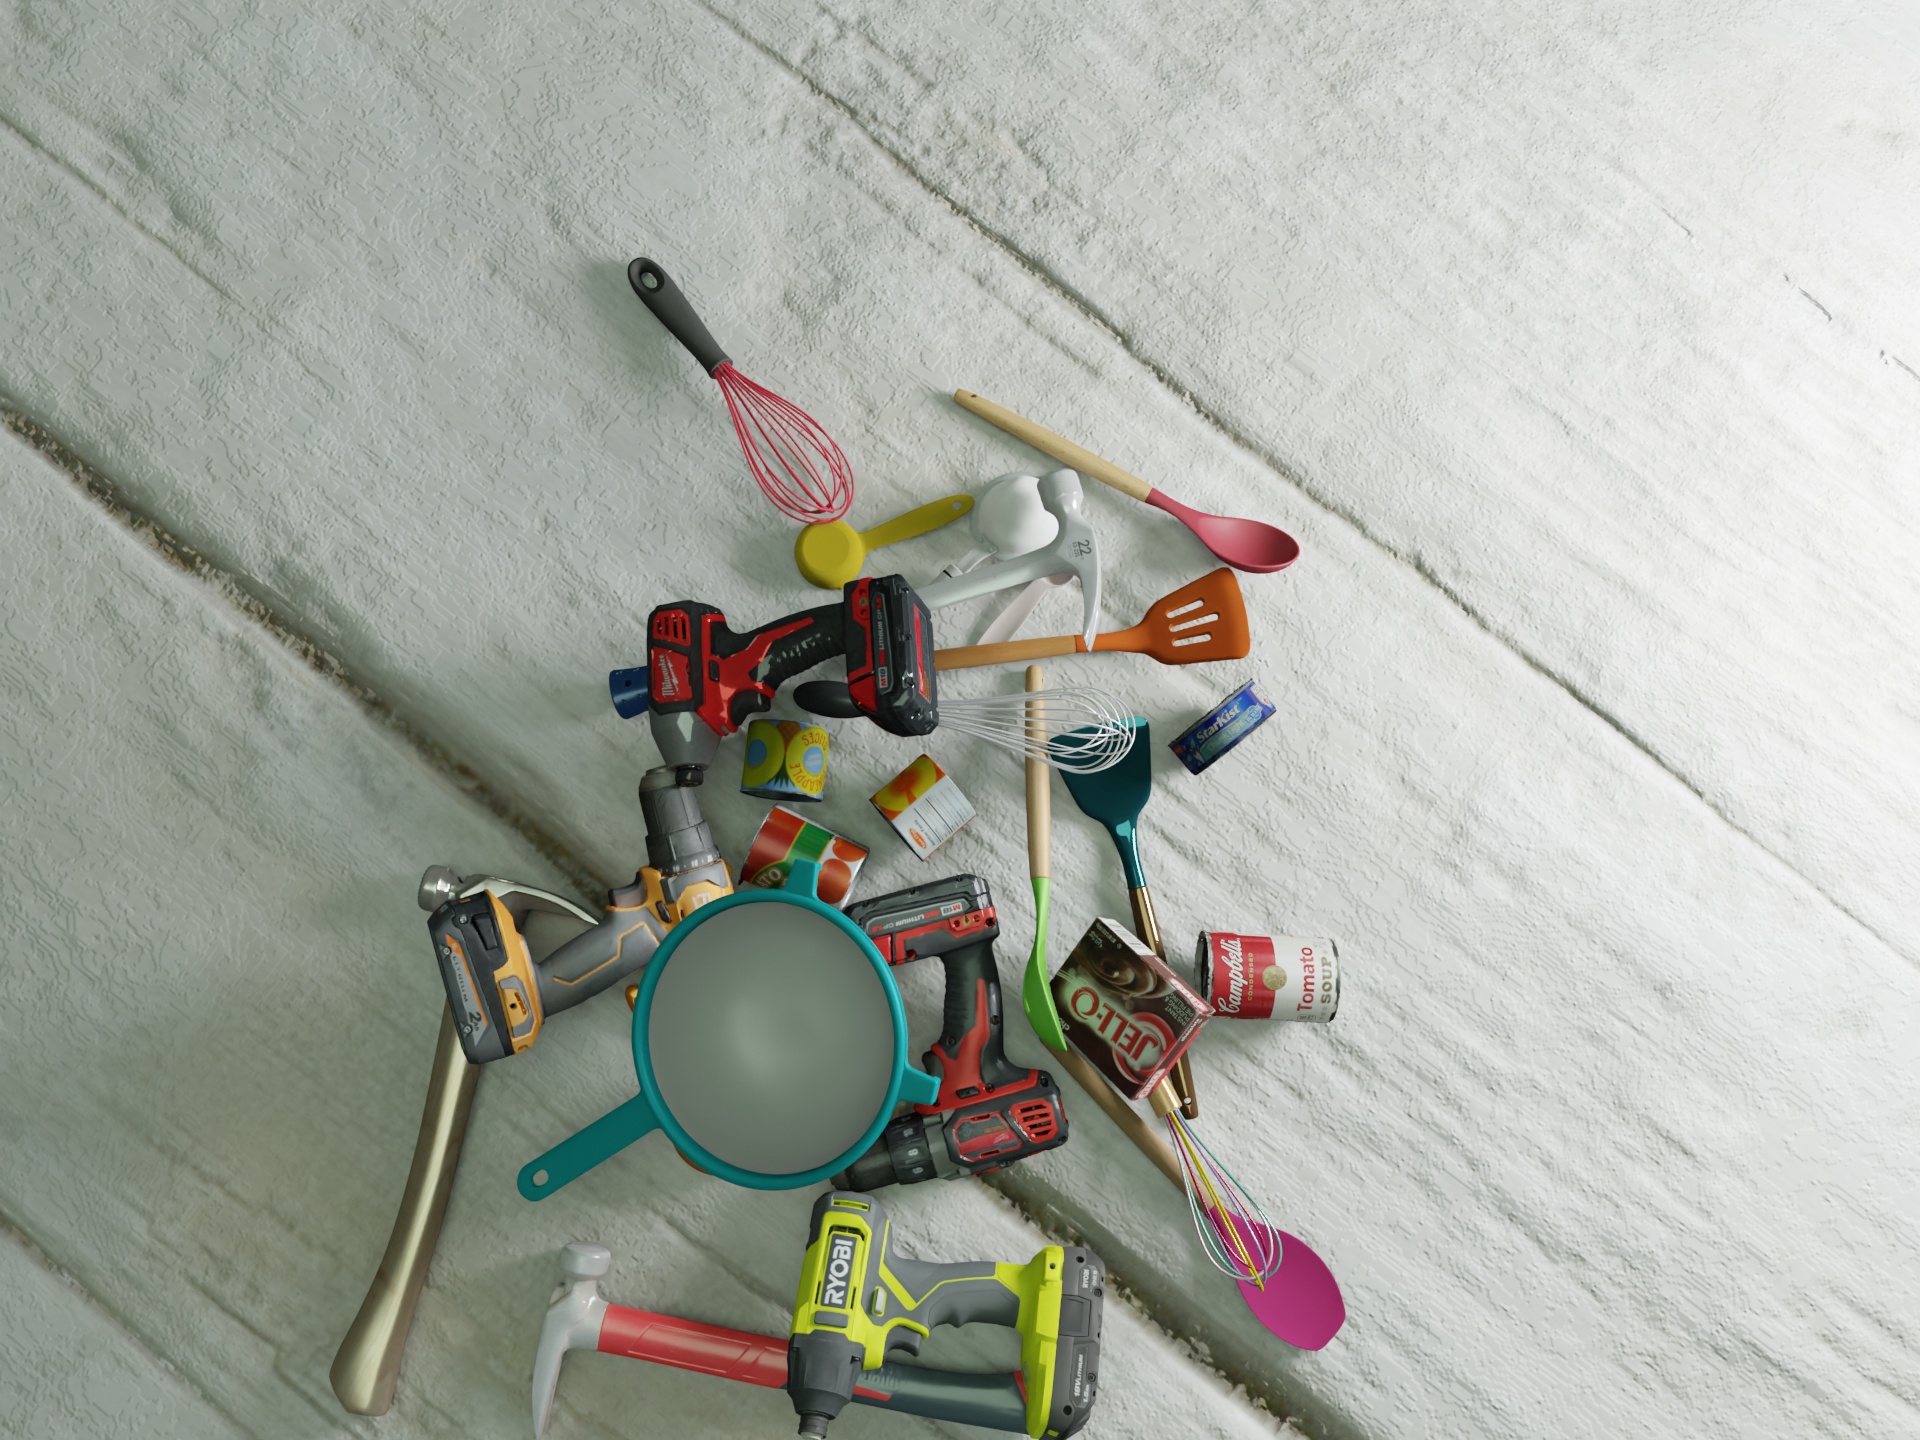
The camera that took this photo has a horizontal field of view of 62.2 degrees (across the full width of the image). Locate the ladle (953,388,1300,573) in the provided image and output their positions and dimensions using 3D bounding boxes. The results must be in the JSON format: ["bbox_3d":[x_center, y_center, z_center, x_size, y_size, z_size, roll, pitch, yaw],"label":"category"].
[{"bbox_3d":[0.133,-0.199,1.316,0.315,0.031,0.069,29,43,7],"label":"ladle"}]

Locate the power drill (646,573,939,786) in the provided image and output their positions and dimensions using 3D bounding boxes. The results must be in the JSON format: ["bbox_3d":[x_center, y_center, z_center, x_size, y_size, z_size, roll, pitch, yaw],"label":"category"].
[{"bbox_3d":[-0.133,-0.030,1.204,0.219,0.078,0.143,-8,73,13],"label":"power drill"}]

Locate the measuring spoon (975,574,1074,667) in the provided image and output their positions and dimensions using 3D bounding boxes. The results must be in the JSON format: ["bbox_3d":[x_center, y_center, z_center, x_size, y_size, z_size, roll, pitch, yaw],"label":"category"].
[{"bbox_3d":[0.050,-0.091,1.311,0.034,0.018,0.124,41,90,9],"label":"measuring spoon"}]

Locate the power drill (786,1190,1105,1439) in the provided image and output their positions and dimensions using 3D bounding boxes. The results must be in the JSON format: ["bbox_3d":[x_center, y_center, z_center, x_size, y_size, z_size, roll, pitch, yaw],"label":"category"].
[{"bbox_3d":[-0.013,0.452,1.173,0.223,0.080,0.171,9,54,0],"label":"power drill"}]

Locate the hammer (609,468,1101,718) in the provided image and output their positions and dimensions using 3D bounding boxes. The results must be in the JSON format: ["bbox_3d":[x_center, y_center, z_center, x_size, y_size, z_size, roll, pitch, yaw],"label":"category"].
[{"bbox_3d":[-0.083,-0.073,1.262,0.405,0.035,0.144,-17,73,6],"label":"hammer"}]

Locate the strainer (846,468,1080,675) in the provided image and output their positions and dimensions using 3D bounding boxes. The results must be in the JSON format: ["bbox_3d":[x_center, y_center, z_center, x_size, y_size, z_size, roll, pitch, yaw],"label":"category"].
[{"bbox_3d":[0.001,-0.124,1.302,0.258,0.050,0.087,-45,68,-3],"label":"strainer"}]

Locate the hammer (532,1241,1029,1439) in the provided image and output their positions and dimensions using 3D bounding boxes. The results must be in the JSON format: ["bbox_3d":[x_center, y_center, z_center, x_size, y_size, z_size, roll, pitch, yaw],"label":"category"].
[{"bbox_3d":[-0.129,0.506,1.207,0.386,0.038,0.143,11,83,2],"label":"hammer"}]

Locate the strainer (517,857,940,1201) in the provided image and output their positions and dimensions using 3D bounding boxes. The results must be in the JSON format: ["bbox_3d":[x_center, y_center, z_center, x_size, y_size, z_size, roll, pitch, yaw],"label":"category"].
[{"bbox_3d":[-0.177,0.261,1.177,0.340,0.095,0.211,-33,78,14],"label":"strainer"}]

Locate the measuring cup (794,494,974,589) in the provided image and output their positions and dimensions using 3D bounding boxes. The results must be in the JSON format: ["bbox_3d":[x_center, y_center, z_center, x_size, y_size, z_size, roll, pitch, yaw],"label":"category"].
[{"bbox_3d":[-0.063,-0.156,1.305,0.156,0.029,0.062,-21,82,3],"label":"measuring cup"}]

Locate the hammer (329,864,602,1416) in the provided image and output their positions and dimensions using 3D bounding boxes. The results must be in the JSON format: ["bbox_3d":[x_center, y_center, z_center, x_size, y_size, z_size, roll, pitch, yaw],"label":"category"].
[{"bbox_3d":[-0.395,0.327,1.235,0.146,0.038,0.411,13,82,0],"label":"hammer"}]

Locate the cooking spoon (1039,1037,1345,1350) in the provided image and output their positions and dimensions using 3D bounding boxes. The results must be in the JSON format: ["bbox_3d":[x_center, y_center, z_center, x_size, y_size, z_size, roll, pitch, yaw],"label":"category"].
[{"bbox_3d":[0.176,0.359,1.239,0.069,0.017,0.319,-42,84,-18],"label":"cooking spoon"}]

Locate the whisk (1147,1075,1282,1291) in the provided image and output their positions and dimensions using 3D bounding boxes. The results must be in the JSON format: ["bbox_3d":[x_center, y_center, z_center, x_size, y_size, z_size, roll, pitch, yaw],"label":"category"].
[{"bbox_3d":[0.172,0.318,1.215,0.051,0.047,0.245,-37,69,24],"label":"whisk"}]

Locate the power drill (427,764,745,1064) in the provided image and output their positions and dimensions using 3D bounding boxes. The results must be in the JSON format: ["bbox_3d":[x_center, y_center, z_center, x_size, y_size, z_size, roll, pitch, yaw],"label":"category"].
[{"bbox_3d":[-0.281,0.145,1.204,0.226,0.084,0.185,-15,95,-22],"label":"power drill"}]

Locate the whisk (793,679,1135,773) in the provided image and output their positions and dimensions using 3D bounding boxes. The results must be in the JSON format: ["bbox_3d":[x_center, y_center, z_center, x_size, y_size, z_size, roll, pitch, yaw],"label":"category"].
[{"bbox_3d":[-0.002,-0.003,1.250,0.285,0.070,0.070,7,81,19],"label":"whisk"}]

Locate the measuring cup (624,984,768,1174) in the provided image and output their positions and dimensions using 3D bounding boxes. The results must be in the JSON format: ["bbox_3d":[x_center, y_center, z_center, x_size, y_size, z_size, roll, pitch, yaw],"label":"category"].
[{"bbox_3d":[-0.209,0.275,1.233,0.095,0.052,0.173,-39,86,-5],"label":"measuring cup"}]

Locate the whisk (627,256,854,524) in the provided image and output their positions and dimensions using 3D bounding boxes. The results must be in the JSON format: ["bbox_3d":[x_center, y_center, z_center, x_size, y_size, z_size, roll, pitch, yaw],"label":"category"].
[{"bbox_3d":[-0.187,-0.277,1.317,0.073,0.073,0.296,-37,77,-5],"label":"whisk"}]

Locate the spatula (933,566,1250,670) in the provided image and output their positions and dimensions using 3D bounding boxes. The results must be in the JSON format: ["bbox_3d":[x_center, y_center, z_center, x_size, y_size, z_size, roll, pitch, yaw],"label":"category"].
[{"bbox_3d":[0.069,-0.063,1.283,0.322,0.041,0.081,-7,70,-4],"label":"spatula"}]

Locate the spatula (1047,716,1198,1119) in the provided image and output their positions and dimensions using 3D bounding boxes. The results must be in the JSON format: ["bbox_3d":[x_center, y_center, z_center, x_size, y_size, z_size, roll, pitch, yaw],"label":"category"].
[{"bbox_3d":[0.144,0.158,1.257,0.082,0.044,0.317,-14,83,5],"label":"spatula"}]

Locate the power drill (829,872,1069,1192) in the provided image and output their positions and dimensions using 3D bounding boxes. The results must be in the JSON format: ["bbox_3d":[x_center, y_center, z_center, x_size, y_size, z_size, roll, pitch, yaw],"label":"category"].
[{"bbox_3d":[-0.031,0.245,1.230,0.188,0.080,0.227,-15,85,-2],"label":"power drill"}]

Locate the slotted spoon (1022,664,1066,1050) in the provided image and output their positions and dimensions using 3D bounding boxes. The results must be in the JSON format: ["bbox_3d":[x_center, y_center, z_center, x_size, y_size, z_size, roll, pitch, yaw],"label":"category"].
[{"bbox_3d":[0.061,0.101,1.240,0.031,0.070,0.314,-4,66,9],"label":"slotted spoon"}]
